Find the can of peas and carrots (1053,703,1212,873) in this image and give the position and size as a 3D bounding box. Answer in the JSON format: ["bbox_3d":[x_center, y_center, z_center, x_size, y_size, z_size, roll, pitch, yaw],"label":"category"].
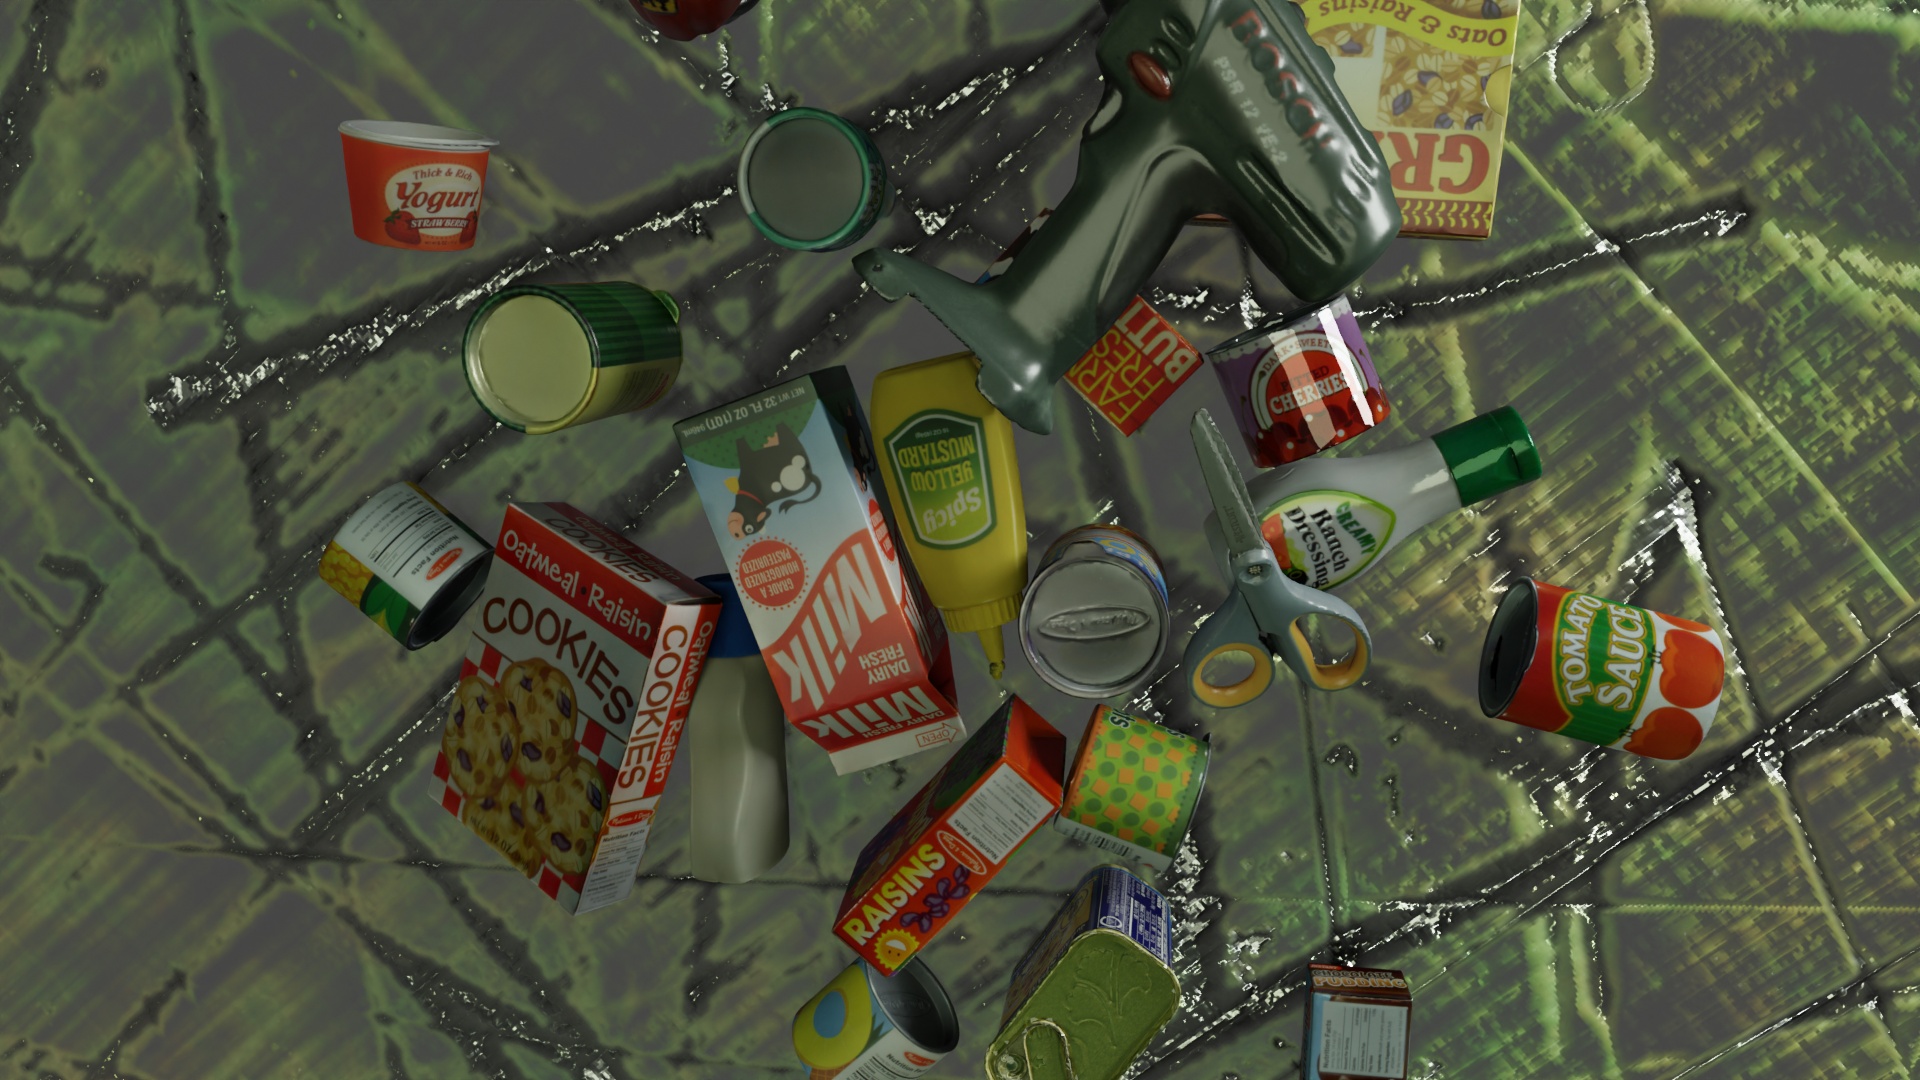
[{"bbox_3d":[0.083,0.116,0.669,0.059,0.071,0.070,20,103,5],"label":"can of peas and carrots"}]

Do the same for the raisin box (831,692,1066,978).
[{"bbox_3d":[-0.003,0.142,0.674,0.040,0.086,0.123,42,103,-6],"label":"raisin box"}]

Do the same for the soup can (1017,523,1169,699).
[{"bbox_3d":[0.064,0.028,0.645,0.071,0.084,0.071,1,101,8],"label":"soup can"}]

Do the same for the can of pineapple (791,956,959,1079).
[{"bbox_3d":[-0.044,0.248,0.711,0.057,0.071,0.071,-43,92,13],"label":"can of pineapple"}]

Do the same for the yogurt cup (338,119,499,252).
[{"bbox_3d":[-0.262,-0.171,0.669,0.072,0.072,0.053,11,110,6],"label":"yogurt cup"}]

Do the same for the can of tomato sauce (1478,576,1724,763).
[{"bbox_3d":[0.287,0.058,0.625,0.083,0.071,0.071,15,102,5],"label":"can of tomato sauce"}]

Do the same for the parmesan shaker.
[{"bbox_3d":[-0.177,-0.090,0.649,0.071,0.103,0.071,1,100,8],"label":"parmesan shaker"}]

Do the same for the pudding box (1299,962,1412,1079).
[{"bbox_3d":[0.196,0.258,0.695,0.050,0.030,0.083,1,100,7],"label":"pudding box"}]

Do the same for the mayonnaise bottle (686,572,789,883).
[{"bbox_3d":[-0.113,0.091,0.696,0.041,0.065,0.148,0,96,16],"label":"mayonnaise bottle"}]

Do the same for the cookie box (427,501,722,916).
[{"bbox_3d":[-0.194,0.079,0.691,0.123,0.040,0.167,27,105,30],"label":"cookie box"}]

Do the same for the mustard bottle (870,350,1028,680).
[{"bbox_3d":[0.002,-0.008,0.666,0.065,0.049,0.160,-13,98,13],"label":"mustard bottle"}]

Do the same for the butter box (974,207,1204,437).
[{"bbox_3d":[0.060,-0.102,0.653,0.103,0.024,0.053,44,104,-1],"label":"butter box"}]

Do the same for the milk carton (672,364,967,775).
[{"bbox_3d":[-0.061,0.018,0.667,0.072,0.073,0.190,-18,97,11],"label":"milk carton"}]

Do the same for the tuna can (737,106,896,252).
[{"bbox_3d":[-0.068,-0.169,0.655,0.071,0.033,0.071,2,100,9],"label":"tuna can"}]

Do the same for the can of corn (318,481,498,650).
[{"bbox_3d":[-0.278,0.014,0.704,0.058,0.071,0.071,39,103,1],"label":"can of corn"}]

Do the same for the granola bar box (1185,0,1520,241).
[{"bbox_3d":[0.154,-0.200,0.614,0.165,0.039,0.124,5,101,8],"label":"granola bar box"}]

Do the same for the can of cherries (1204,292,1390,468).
[{"bbox_3d":[0.151,-0.071,0.621,0.071,0.071,0.058,-22,97,12],"label":"can of cherries"}]

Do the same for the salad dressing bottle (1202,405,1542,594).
[{"bbox_3d":[0.188,-0.017,0.639,0.147,0.044,0.064,-24,112,12],"label":"salad dressing bottle"}]
